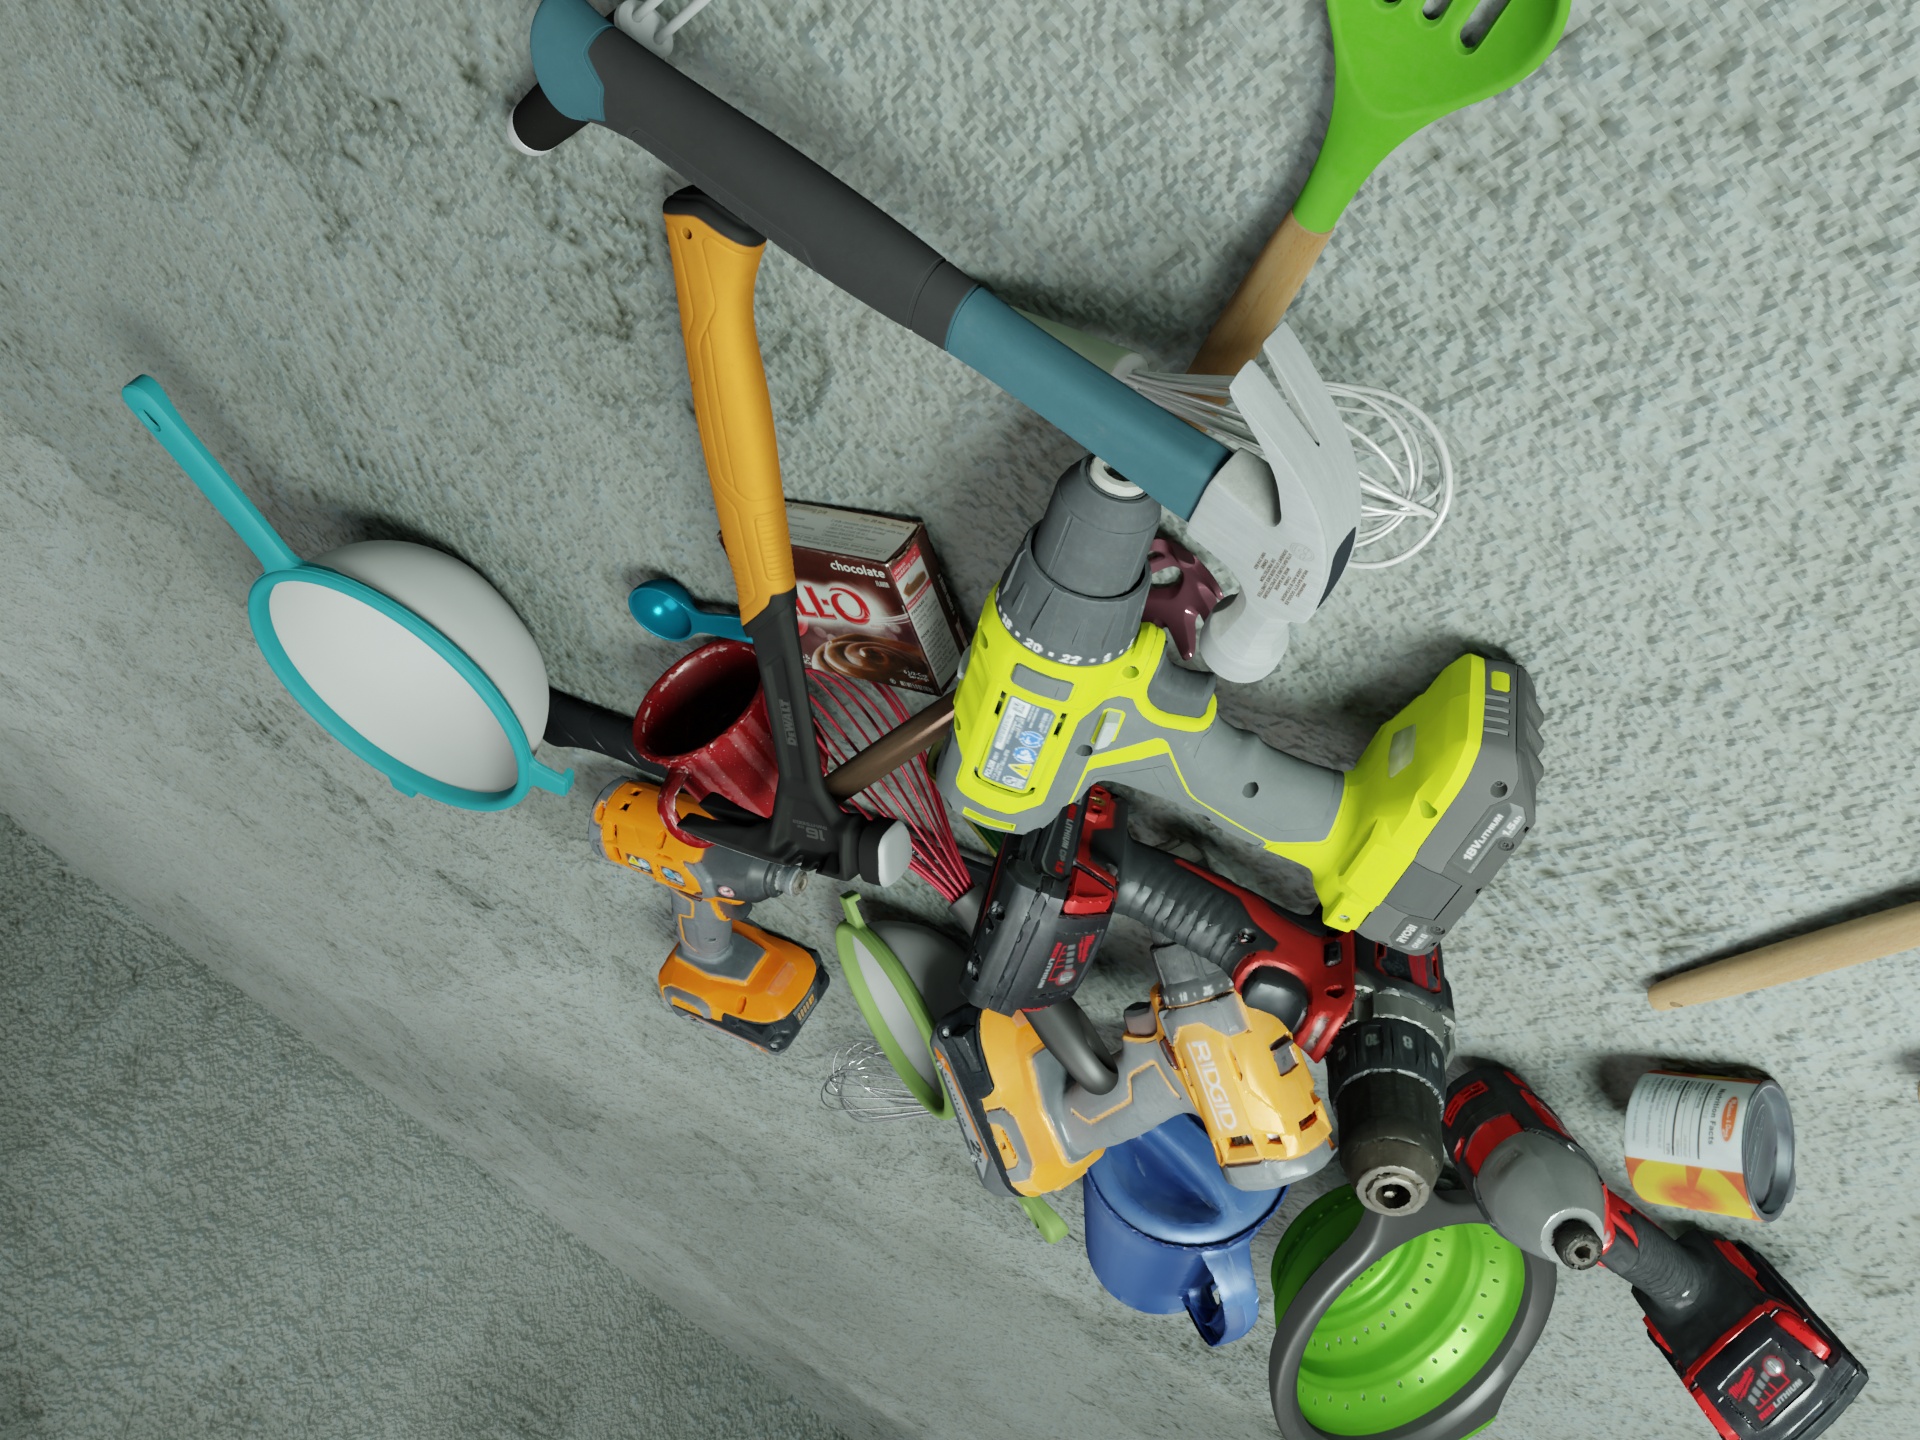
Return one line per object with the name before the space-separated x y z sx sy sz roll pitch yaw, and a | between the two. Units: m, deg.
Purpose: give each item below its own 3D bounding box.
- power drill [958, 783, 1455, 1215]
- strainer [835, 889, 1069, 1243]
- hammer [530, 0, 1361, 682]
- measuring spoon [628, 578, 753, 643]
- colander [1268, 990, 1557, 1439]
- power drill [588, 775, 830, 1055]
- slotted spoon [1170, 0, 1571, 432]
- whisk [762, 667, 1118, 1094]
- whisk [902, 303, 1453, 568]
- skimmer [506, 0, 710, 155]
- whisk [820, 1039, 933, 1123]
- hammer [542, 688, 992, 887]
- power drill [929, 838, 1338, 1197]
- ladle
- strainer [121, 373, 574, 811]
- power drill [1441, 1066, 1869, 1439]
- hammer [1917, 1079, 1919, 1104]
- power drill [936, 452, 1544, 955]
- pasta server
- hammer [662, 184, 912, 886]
power drill | 0.119 0.120 0.731 0.226 0.188 0.080 20 124 0
strainer | 0.009 0.223 1.049 0.257 0.069 0.151 50 157 30
hammer | -0.011 -0.141 0.534 0.331 0.033 0.128 36 152 8
measuring spoon | -0.127 -0.059 0.902 0.128 0.021 0.042 10 141 17
colander | 0.250 0.293 0.971 0.095 0.204 0.396 -133 26 -58
power drill | -0.166 0.145 1.153 0.164 0.084 0.226 16 141 25
slotted spoon | 0.108 -0.156 0.545 0.070 0.031 0.313 32 150 2
whisk | -0.009 0.079 0.860 0.296 0.073 0.073 53 149 8
whisk | 0.067 -0.119 0.579 0.246 0.057 0.059 30 115 33
skimmer | -0.064 -0.270 0.538 0.127 0.090 0.363 49 155 -25
whisk | 0.004 0.291 1.230 0.285 0.070 0.070 -2 135 37
hammer | -0.113 0.050 1.018 0.409 0.036 0.149 19 145 23
power drill | 0.085 0.175 0.896 0.226 0.084 0.185 -23 87 44
ladle | 0.379 0.084 0.608 0.078 0.062 0.320 28 152 -8
strainer | -0.374 -0.091 1.002 0.211 0.095 0.340 -3 131 39
power drill | 0.353 0.282 0.830 0.219 0.078 0.143 39 -170 -10
hammer | 0.472 0.109 0.545 0.130 0.031 0.331 3 159 -13
power drill | 0.113 -0.004 0.653 0.228 0.080 0.190 20 137 0
pasta server | -0.001 -0.002 0.765 0.060 0.040 0.316 39 130 -23
hammer | -0.098 -0.074 0.737 0.127 0.034 0.336 11 124 26
